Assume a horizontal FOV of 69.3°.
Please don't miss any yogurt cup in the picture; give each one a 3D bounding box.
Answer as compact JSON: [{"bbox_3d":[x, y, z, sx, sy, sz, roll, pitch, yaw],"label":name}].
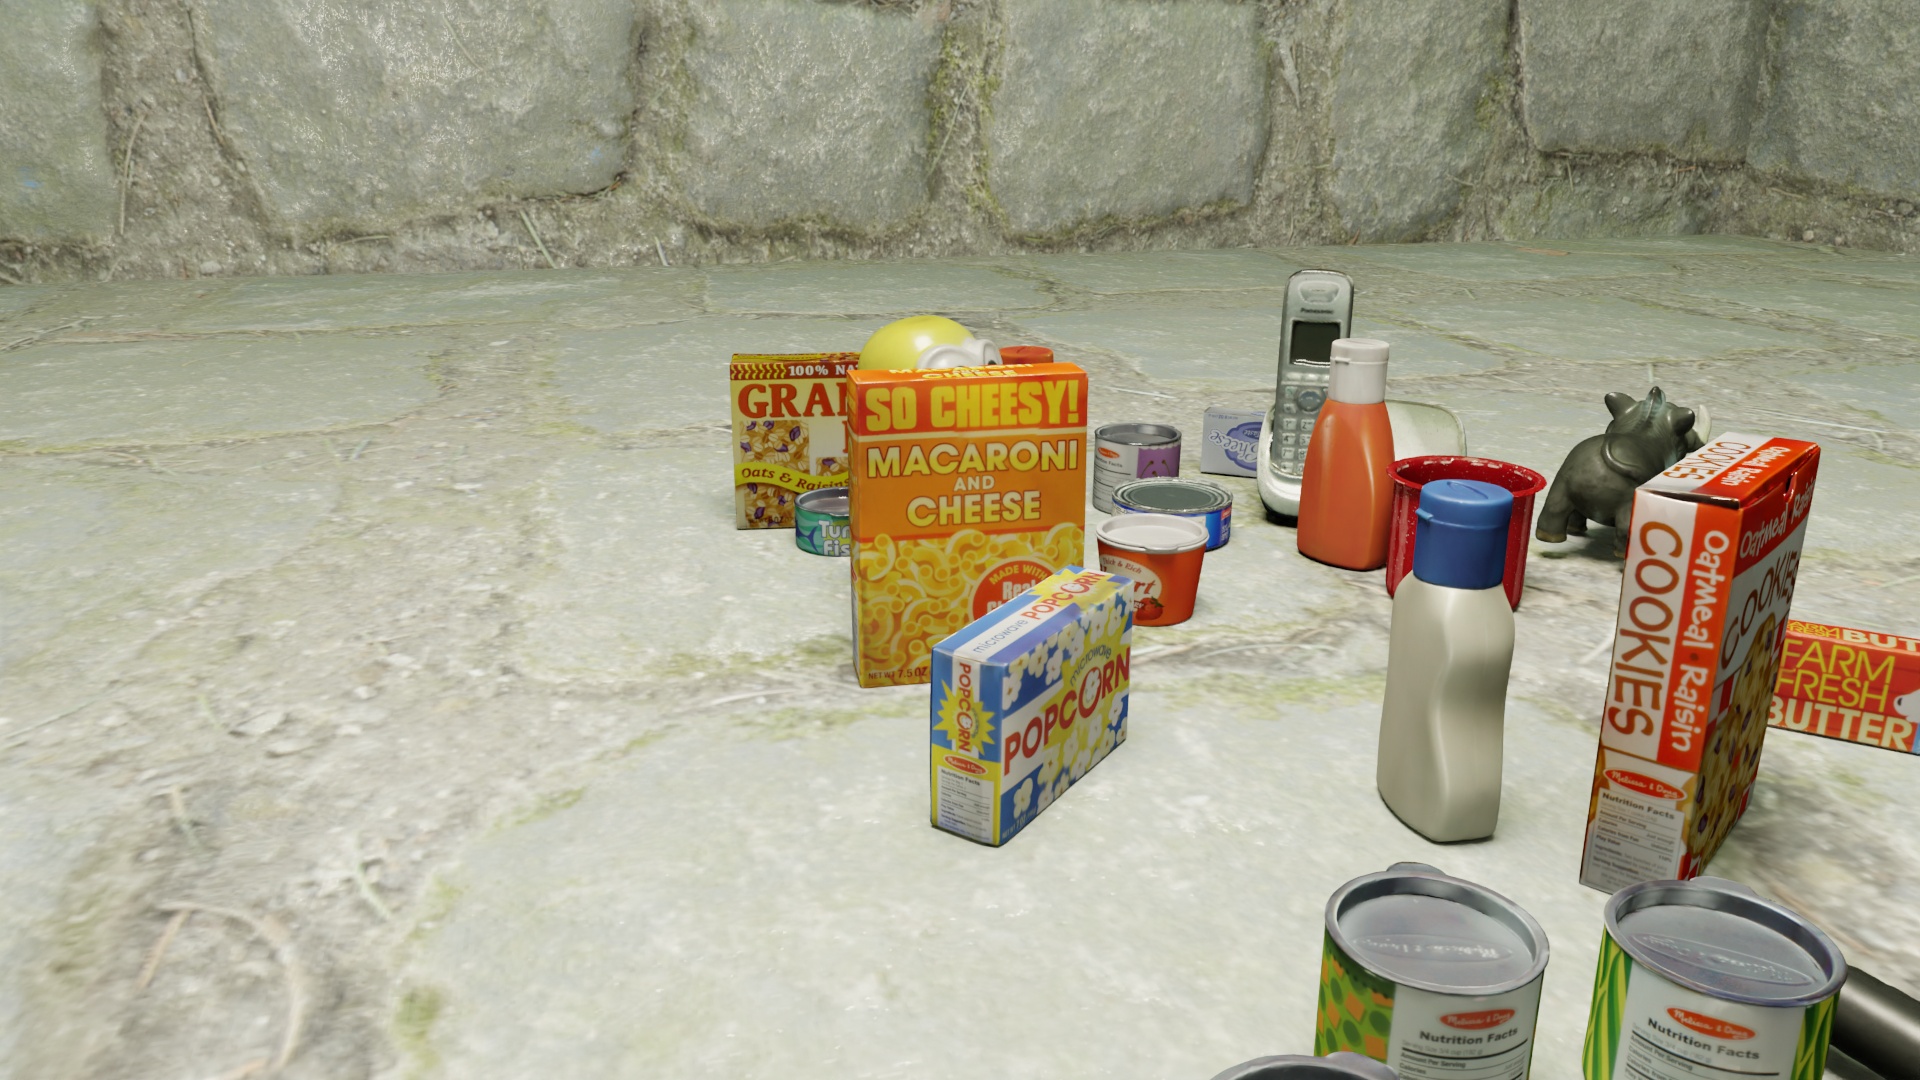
[{"bbox_3d":[0.115,0.018,0.841,0.072,0.053,0.072,0,18,0],"label":"yogurt cup"}]

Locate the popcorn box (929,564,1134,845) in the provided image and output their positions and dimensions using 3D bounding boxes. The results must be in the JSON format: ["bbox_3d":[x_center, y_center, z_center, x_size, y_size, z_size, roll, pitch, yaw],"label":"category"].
[{"bbox_3d":[0.034,0.070,0.627,0.038,0.085,0.127,11,21,30],"label":"popcorn box"}]

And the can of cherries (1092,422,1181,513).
[{"bbox_3d":[0.136,-0.055,1.057,0.071,0.058,0.072,0,18,0],"label":"can of cherries"}]

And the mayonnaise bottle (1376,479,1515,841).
[{"bbox_3d":[0.208,0.050,0.591,0.041,0.147,0.065,-3,18,-9],"label":"mayonnaise bottle"}]

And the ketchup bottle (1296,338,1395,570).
[{"bbox_3d":[0.259,-0.058,0.923,0.044,0.148,0.065,-13,22,-37],"label":"ketchup bottle"}]

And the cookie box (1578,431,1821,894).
[{"bbox_3d":[0.302,0.048,0.564,0.040,0.166,0.123,15,23,39],"label":"cookie box"}]

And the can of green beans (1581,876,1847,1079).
[{"bbox_3d":[0.233,0.148,0.432,0.071,0.057,0.071,0,18,0],"label":"can of green beans"}]

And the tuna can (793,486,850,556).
[{"bbox_3d":[-0.082,-0.013,0.968,0.071,0.032,0.071,0,18,0],"label":"tuna can"}]

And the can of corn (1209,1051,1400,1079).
[{"bbox_3d":[0.090,0.174,0.350,0.071,0.058,0.071,0,18,0],"label":"can of corn"}]

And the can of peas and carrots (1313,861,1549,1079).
[{"bbox_3d":[0.146,0.145,0.439,0.071,0.058,0.071,0,18,0],"label":"can of peas and carrots"}]

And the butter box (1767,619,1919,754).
[{"bbox_3d":[0.448,0.073,0.675,0.103,0.053,0.024,10,20,29],"label":"butter box"}]

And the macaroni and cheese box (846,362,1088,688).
[{"bbox_3d":[0.003,-0.009,0.741,0.124,0.165,0.040,-4,18,-12],"label":"macaroni and cheese box"}]

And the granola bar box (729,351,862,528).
[{"bbox_3d":[-0.081,-0.074,1.010,0.166,0.123,0.039,-2,18,-7],"label":"granola bar box"}]

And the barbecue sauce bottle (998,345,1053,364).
[{"bbox_3d":[0.041,-0.049,0.894,0.044,0.148,0.065,4,18,12],"label":"barbecue sauce bottle"}]

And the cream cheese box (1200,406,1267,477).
[{"bbox_3d":[0.251,-0.078,1.138,0.104,0.053,0.024,7,19,21],"label":"cream cheese box"}]
